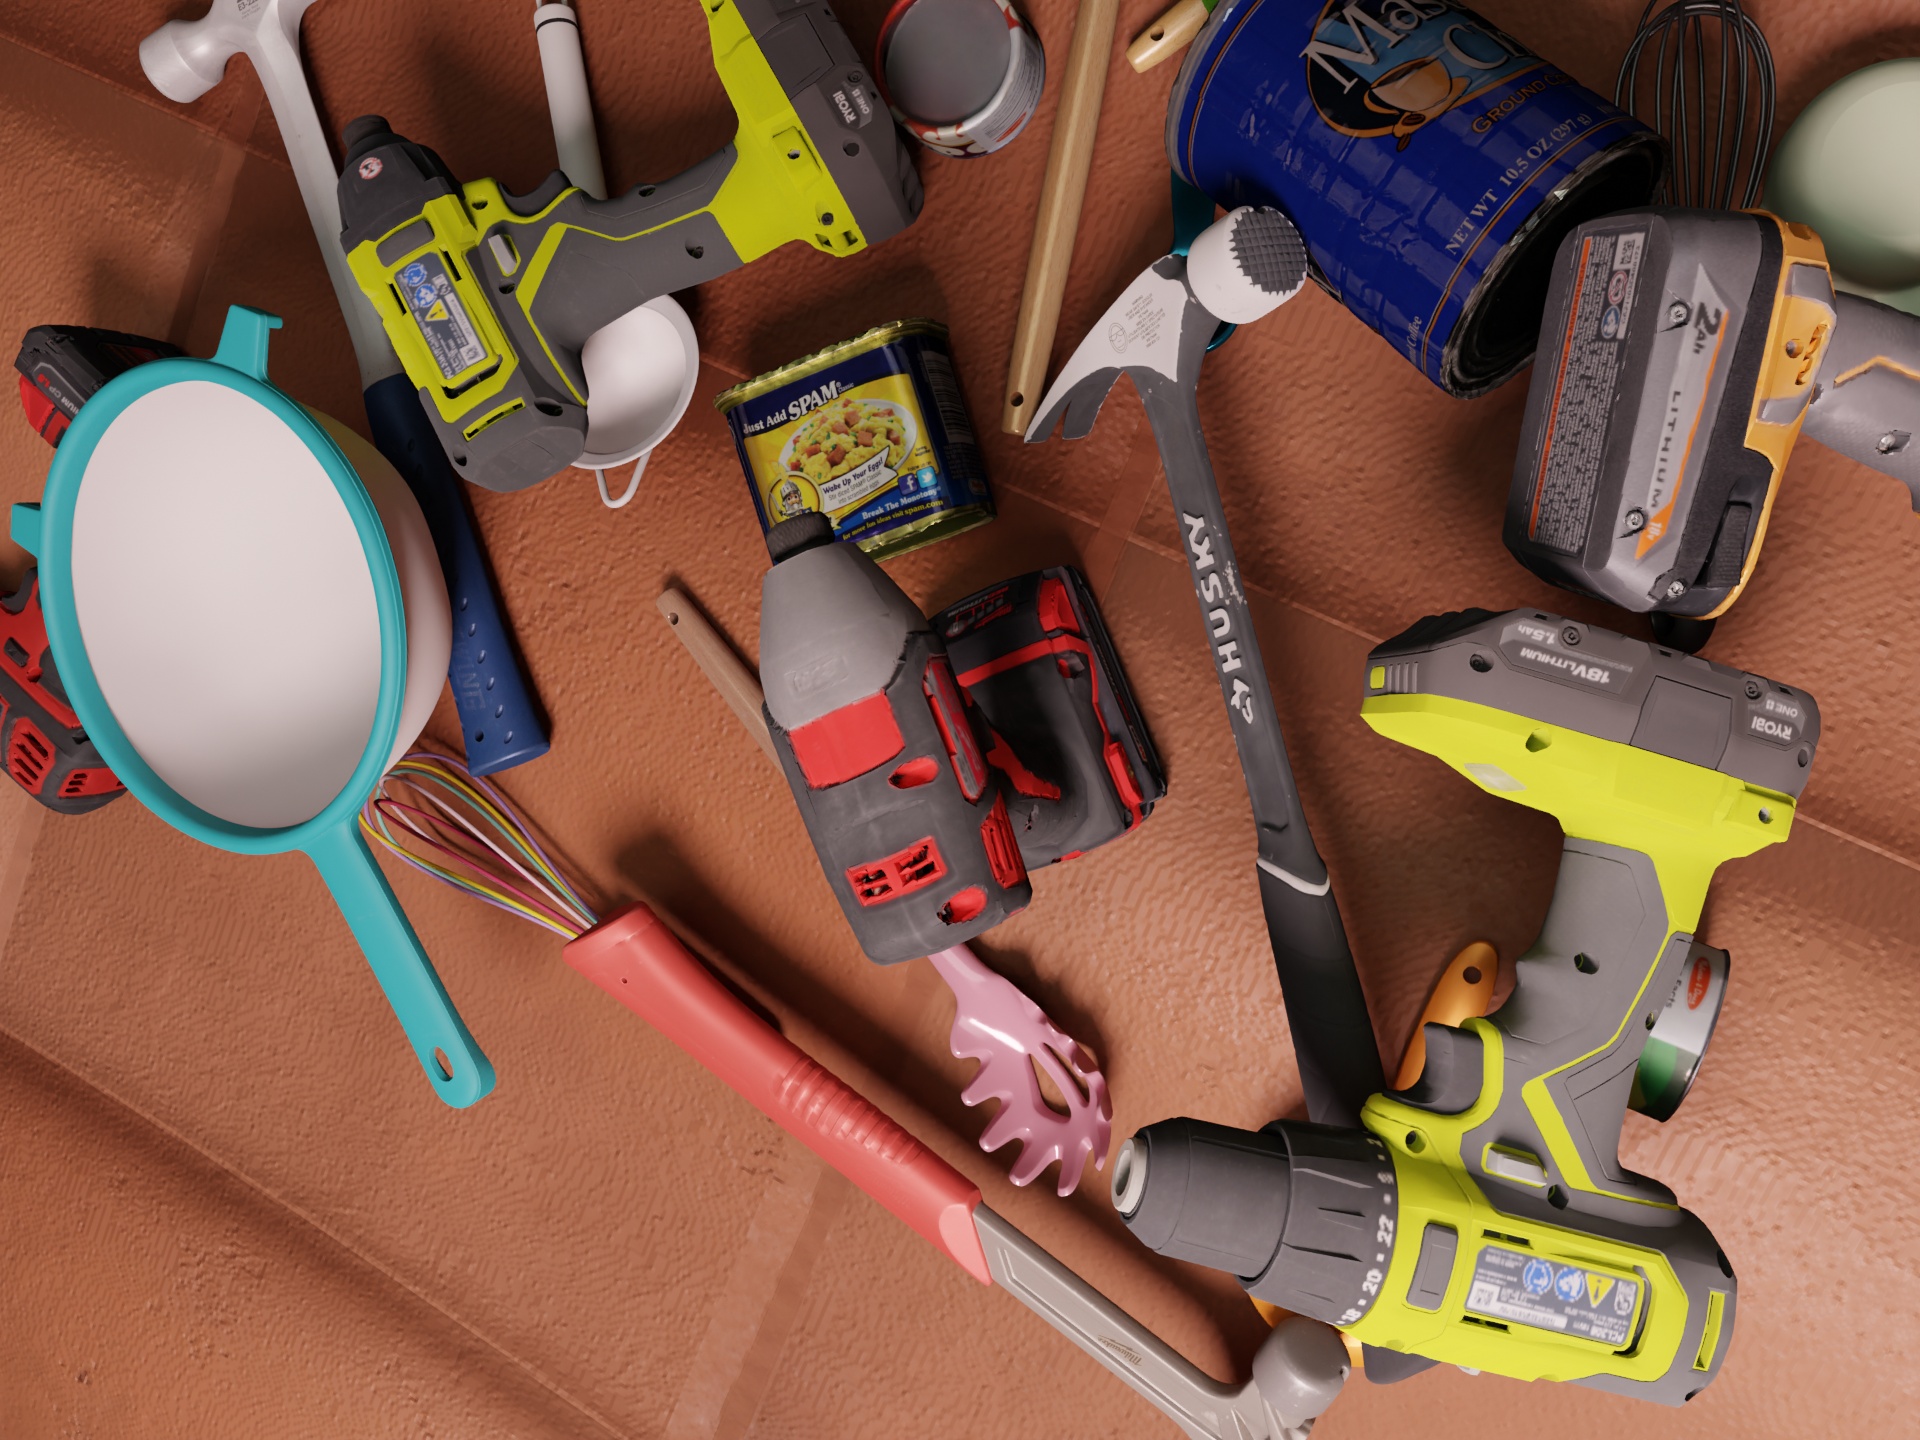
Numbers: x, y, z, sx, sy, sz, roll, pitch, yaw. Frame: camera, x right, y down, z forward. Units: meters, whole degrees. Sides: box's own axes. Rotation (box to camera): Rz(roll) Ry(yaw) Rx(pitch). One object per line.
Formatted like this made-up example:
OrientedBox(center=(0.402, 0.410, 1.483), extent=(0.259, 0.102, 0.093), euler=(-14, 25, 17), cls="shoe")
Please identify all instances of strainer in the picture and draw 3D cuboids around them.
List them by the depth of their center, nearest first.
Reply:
OrientedBox(center=(-0.269, 0.003, 0.707), extent=(0.211, 0.095, 0.340), euler=(-27, 91, 28), cls="strainer")
OrientedBox(center=(-0.163, -0.216, 0.716), extent=(0.087, 0.050, 0.258), euler=(-13, 83, 19), cls="strainer")

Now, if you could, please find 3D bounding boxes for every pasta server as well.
OrientedBox(center=(-0.040, 0.064, 0.688), extent=(0.060, 0.040, 0.316), euler=(-45, 77, 25), cls="pasta server")

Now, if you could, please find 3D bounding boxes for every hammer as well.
OrientedBox(center=(0.112, 0.036, 0.581), extent=(0.149, 0.036, 0.409), euler=(-21, 82, 60), cls="hammer")
OrientedBox(center=(-0.023, 0.197, 0.663), extent=(0.359, 0.037, 0.149), euler=(34, 127, 15), cls="hammer")
OrientedBox(center=(-0.273, -0.173, 0.759), extent=(0.144, 0.035, 0.405), euler=(-21, 86, 20), cls="hammer")

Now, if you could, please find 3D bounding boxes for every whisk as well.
OrientedBox(center=(0.259, -0.142, 0.569), extent=(0.055, 0.055, 0.239), euler=(1, 98, 19), cls="whisk")
OrientedBox(center=(-0.187, 0.093, 0.740), extent=(0.245, 0.047, 0.051), euler=(34, 102, 11), cls="whisk")

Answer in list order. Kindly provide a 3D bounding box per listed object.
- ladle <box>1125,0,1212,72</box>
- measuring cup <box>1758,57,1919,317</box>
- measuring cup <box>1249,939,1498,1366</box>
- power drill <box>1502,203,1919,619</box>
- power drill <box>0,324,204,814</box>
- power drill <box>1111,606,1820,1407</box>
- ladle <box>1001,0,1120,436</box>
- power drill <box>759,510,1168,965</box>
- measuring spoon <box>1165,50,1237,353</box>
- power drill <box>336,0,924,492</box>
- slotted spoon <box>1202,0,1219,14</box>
OrientedBox(center=(0.194, -0.344, 0.589), extent=(0.315, 0.031, 0.069), euler=(-32, 75, 20), cls="ladle")
OrientedBox(center=(0.330, -0.144, 0.544), extent=(0.083, 0.038, 0.167), euler=(-13, 87, 20), cls="measuring cup")
OrientedBox(center=(0.166, 0.167, 0.612), extent=(0.095, 0.052, 0.173), euler=(24, 103, 17), cls="measuring cup")
OrientedBox(center=(0.297, -0.065, 0.507), extent=(0.226, 0.084, 0.185), euler=(5, 103, -9), cls="power drill")
OrientedBox(center=(-0.463, -0.089, 0.812), extent=(0.188, 0.080, 0.226), euler=(39, 108, 14), cls="power drill")
OrientedBox(center=(0.162, 0.085, 0.500), extent=(0.190, 0.080, 0.228), euler=(16, 87, -7), cls="power drill")
OrientedBox(center=(0.048, -0.272, 0.619), extent=(0.078, 0.062, 0.320), euler=(15, 100, 22), cls="ladle")
OrientedBox(center=(-0.001, -0.002, 0.573), extent=(0.078, 0.219, 0.143), euler=(-24, 85, 19), cls="power drill")
OrientedBox(center=(0.096, -0.207, 0.640), extent=(0.042, 0.021, 0.129), euler=(1, 84, 20), cls="measuring spoon")
OrientedBox(center=(-0.144, -0.221, 0.659), extent=(0.223, 0.080, 0.171), euler=(-29, 80, 4), cls="power drill")
OrientedBox(center=(0.132, -0.414, 0.595), extent=(0.070, 0.031, 0.314), euler=(7, 90, 32), cls="slotted spoon")
